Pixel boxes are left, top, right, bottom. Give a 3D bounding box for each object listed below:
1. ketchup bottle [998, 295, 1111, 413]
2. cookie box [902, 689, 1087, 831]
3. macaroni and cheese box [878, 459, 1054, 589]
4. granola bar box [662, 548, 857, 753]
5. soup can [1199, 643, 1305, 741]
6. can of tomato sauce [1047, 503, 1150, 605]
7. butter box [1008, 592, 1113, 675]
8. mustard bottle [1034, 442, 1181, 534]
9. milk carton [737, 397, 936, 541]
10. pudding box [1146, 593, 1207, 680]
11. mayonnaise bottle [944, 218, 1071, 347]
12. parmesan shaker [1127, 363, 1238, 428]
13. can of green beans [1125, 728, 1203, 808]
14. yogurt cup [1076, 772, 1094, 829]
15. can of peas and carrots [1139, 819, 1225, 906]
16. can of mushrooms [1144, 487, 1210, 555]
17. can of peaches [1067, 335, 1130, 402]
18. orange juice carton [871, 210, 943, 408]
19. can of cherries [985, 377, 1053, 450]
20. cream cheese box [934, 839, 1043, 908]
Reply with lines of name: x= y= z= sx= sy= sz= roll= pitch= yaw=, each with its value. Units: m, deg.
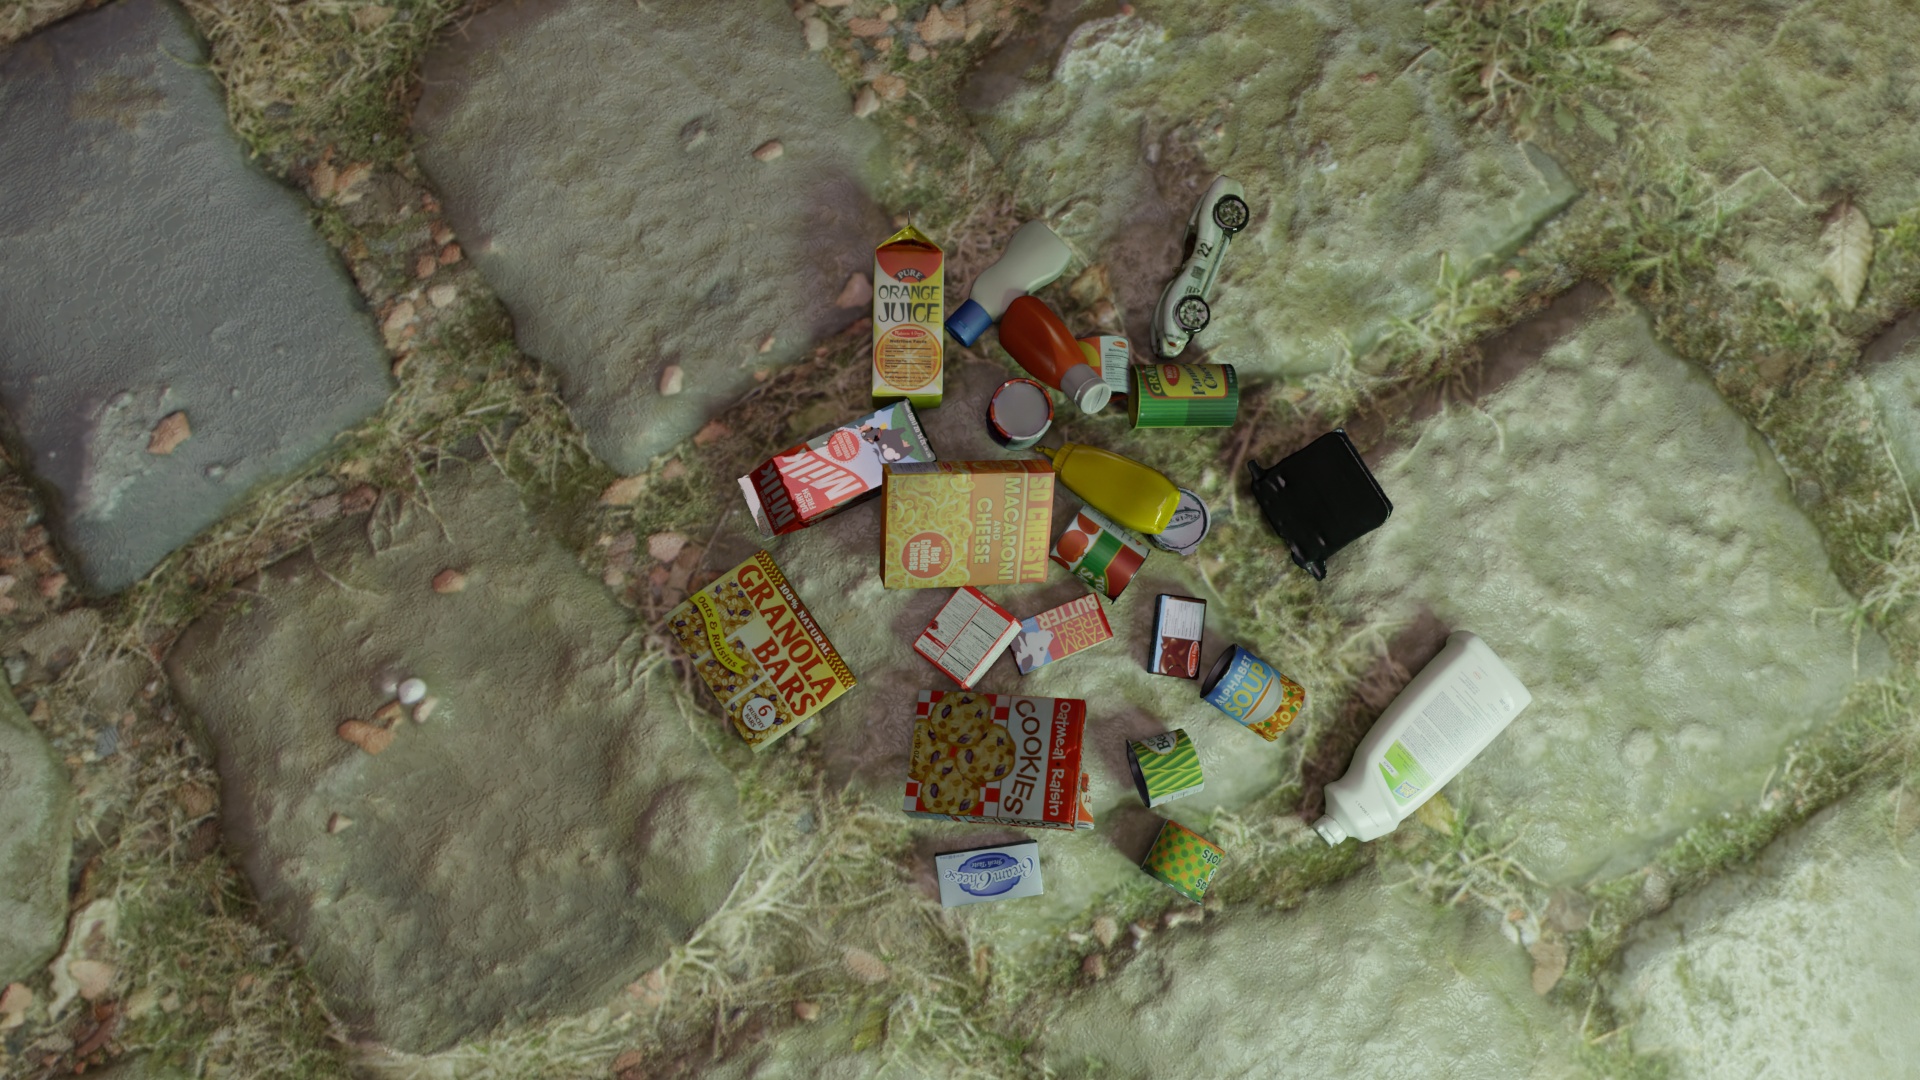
ketchup bottle: x=0.095 y=-0.184 z=1.400 sx=0.044 sy=0.064 sz=0.149 roll=-8 pitch=43 yaw=-34
cookie box: x=0.035 y=0.213 z=1.356 sx=0.167 sy=0.040 sz=0.123 roll=2 pitch=67 yaw=14
macaroni and cheese box: x=0.005 y=-0.017 z=1.382 sx=0.167 sy=0.040 sz=0.123 roll=-2 pitch=114 yaw=-12
granola bar box: x=-0.200 y=0.111 z=1.394 sx=0.124 sy=0.039 sz=0.165 roll=-35 pitch=86 yaw=-6
soup can: x=0.294 y=0.153 z=1.396 sx=0.084 sy=0.071 sz=0.071 roll=33 pitch=83 yaw=1
can of tomato sauce: x=0.139 y=0.014 z=1.409 sx=0.083 sy=0.071 sz=0.071 roll=35 pitch=83 yaw=2
butter box: x=0.099 y=0.095 z=1.418 sx=0.103 sy=0.024 sz=0.053 roll=-22 pitch=85 yaw=-5
mustard bottle: x=0.144 y=-0.063 z=1.415 sx=0.160 sy=0.049 sz=0.065 roll=30 pitch=90 yaw=24
milk carton: x=-0.124 y=-0.069 z=1.403 sx=0.191 sy=0.073 sz=0.072 roll=-24 pitch=85 yaw=-5
pudding box: x=0.221 y=0.099 z=1.421 sx=0.050 sy=0.030 sz=0.084 roll=8 pitch=83 yaw=-3
mayonnaise bottle: x=0.046 y=-0.265 z=1.453 sx=0.065 sy=0.041 sz=0.148 roll=44 pitch=84 yaw=4
parmesan shaker: x=0.229 y=-0.152 z=1.436 sx=0.103 sy=0.071 sz=0.071 roll=-2 pitch=83 yaw=-3
can of green beans: x=0.204 y=0.227 z=1.386 sx=0.058 sy=0.071 sz=0.071 roll=-17 pitch=84 yaw=-5
yogurt cup: x=0.099 y=0.258 z=1.379 sx=0.072 sy=0.072 sz=0.054 roll=4 pitch=75 yaw=-2
can of peas and carrots: x=0.222 y=0.318 z=1.374 sx=0.071 sy=0.071 sz=0.059 roll=30 pitch=82 yaw=1
can of mushrooms: x=0.222 y=-0.018 z=1.433 sx=0.071 sy=0.033 sz=0.071 roll=0 pitch=83 yaw=-3
can of peaches: x=0.140 y=-0.176 z=1.435 sx=0.071 sy=0.071 sz=0.058 roll=-3 pitch=84 yaw=-3
orange juice carton: x=-0.054 y=-0.236 z=1.428 sx=0.073 sy=0.071 sz=0.193 roll=1 pitch=83 yaw=-3
can of cherries: x=0.059 y=-0.131 z=1.427 sx=0.071 sy=0.058 sz=0.071 roll=0 pitch=84 yaw=-3
cream cheese box: x=0.029 y=0.332 z=1.385 sx=0.104 sy=0.024 sz=0.053 roll=-8 pitch=85 yaw=-3
